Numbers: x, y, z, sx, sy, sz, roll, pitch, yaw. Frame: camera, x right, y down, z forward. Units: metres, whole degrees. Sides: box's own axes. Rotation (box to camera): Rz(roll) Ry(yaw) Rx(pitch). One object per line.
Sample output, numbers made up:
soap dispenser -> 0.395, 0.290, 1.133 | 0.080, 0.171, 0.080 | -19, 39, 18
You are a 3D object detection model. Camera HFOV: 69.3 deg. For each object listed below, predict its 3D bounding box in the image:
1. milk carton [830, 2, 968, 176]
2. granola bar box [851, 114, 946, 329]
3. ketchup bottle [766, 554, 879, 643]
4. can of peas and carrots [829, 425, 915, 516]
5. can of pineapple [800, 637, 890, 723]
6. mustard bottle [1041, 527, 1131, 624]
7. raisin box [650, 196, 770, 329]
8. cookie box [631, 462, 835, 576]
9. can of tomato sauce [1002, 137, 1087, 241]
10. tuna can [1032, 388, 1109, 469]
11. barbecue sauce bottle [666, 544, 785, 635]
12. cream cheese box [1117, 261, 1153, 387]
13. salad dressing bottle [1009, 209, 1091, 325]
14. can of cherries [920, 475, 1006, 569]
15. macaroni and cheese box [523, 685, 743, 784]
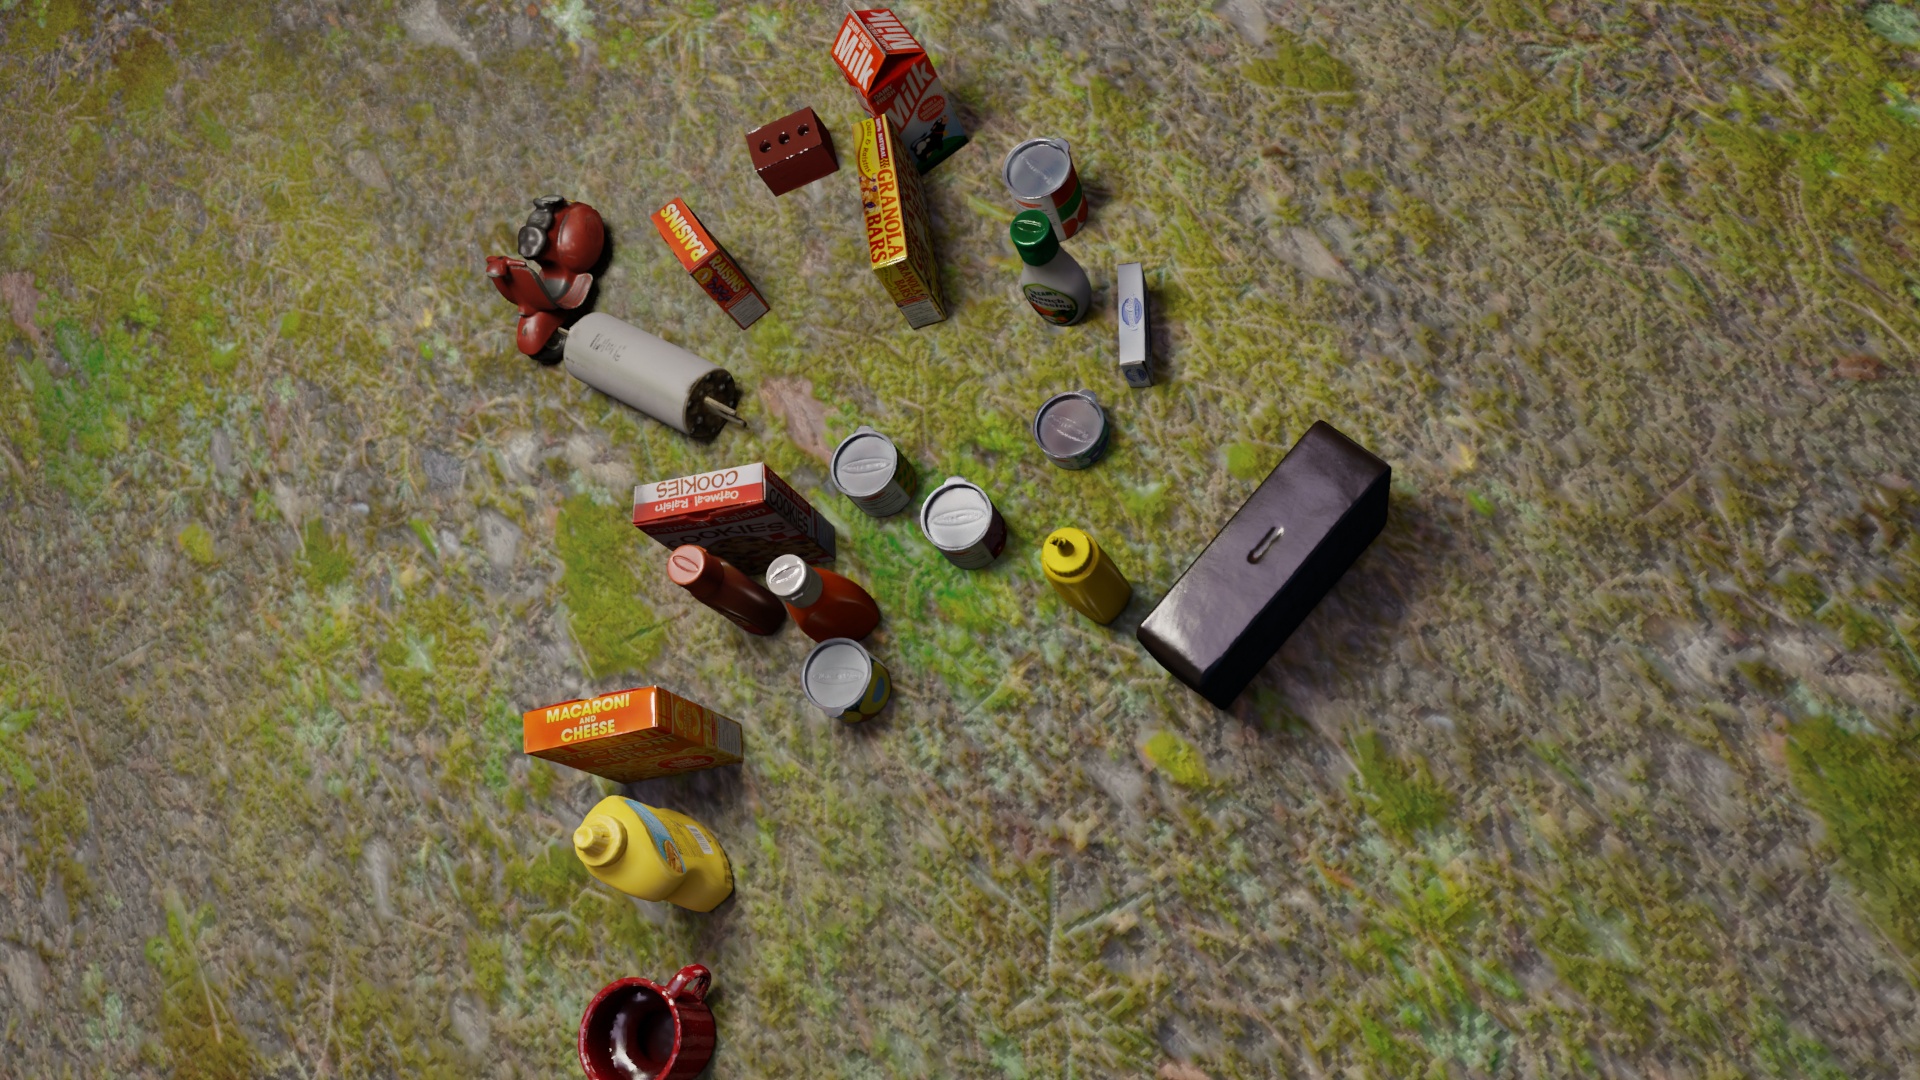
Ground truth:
milk carton -> -0.063, -0.443, 1.356 | 0.073, 0.190, 0.072 | -36, 65, 2
granola bar box -> -0.058, -0.306, 1.341 | 0.039, 0.124, 0.166 | -14, 67, 12
ketchup bottle -> -0.123, 0.053, 1.216 | 0.065, 0.148, 0.044 | -28, 65, 6
can of peas and carrots -> -0.081, -0.064, 1.295 | 0.071, 0.058, 0.071 | -6, 69, 15
can of pineapple -> -0.102, 0.127, 1.232 | 0.071, 0.057, 0.071 | -6, 69, 15
mustard bottle -> 0.099, 0.024, 1.152 | 0.065, 0.160, 0.049 | 36, 84, 25
raisin box -> -0.250, -0.276, 1.389 | 0.040, 0.123, 0.086 | -37, 65, 2
cookie box -> -0.200, -0.013, 1.253 | 0.123, 0.167, 0.040 | -10, 69, 14
can of tomato sauce -> 0.084, -0.336, 1.331 | 0.071, 0.083, 0.071 | -6, 70, 15
tuna can -> 0.103, -0.102, 1.267 | 0.071, 0.032, 0.071 | -6, 69, 15
barbecue sauce bottle -> -0.213, 0.043, 1.247 | 0.065, 0.148, 0.044 | 25, 80, 23
cream cheese box -> 0.160, -0.197, 1.273 | 0.024, 0.053, 0.104 | -5, 69, 16
salad dressing bottle -> 0.080, -0.248, 1.264 | 0.064, 0.147, 0.044 | 16, 77, 22
can of cherries -> 0.004, -0.016, 1.252 | 0.071, 0.058, 0.072 | -6, 69, 15
macaroni and cheese box -> -0.282, 0.171, 1.211 | 0.123, 0.166, 0.040 | -13, 68, 13
